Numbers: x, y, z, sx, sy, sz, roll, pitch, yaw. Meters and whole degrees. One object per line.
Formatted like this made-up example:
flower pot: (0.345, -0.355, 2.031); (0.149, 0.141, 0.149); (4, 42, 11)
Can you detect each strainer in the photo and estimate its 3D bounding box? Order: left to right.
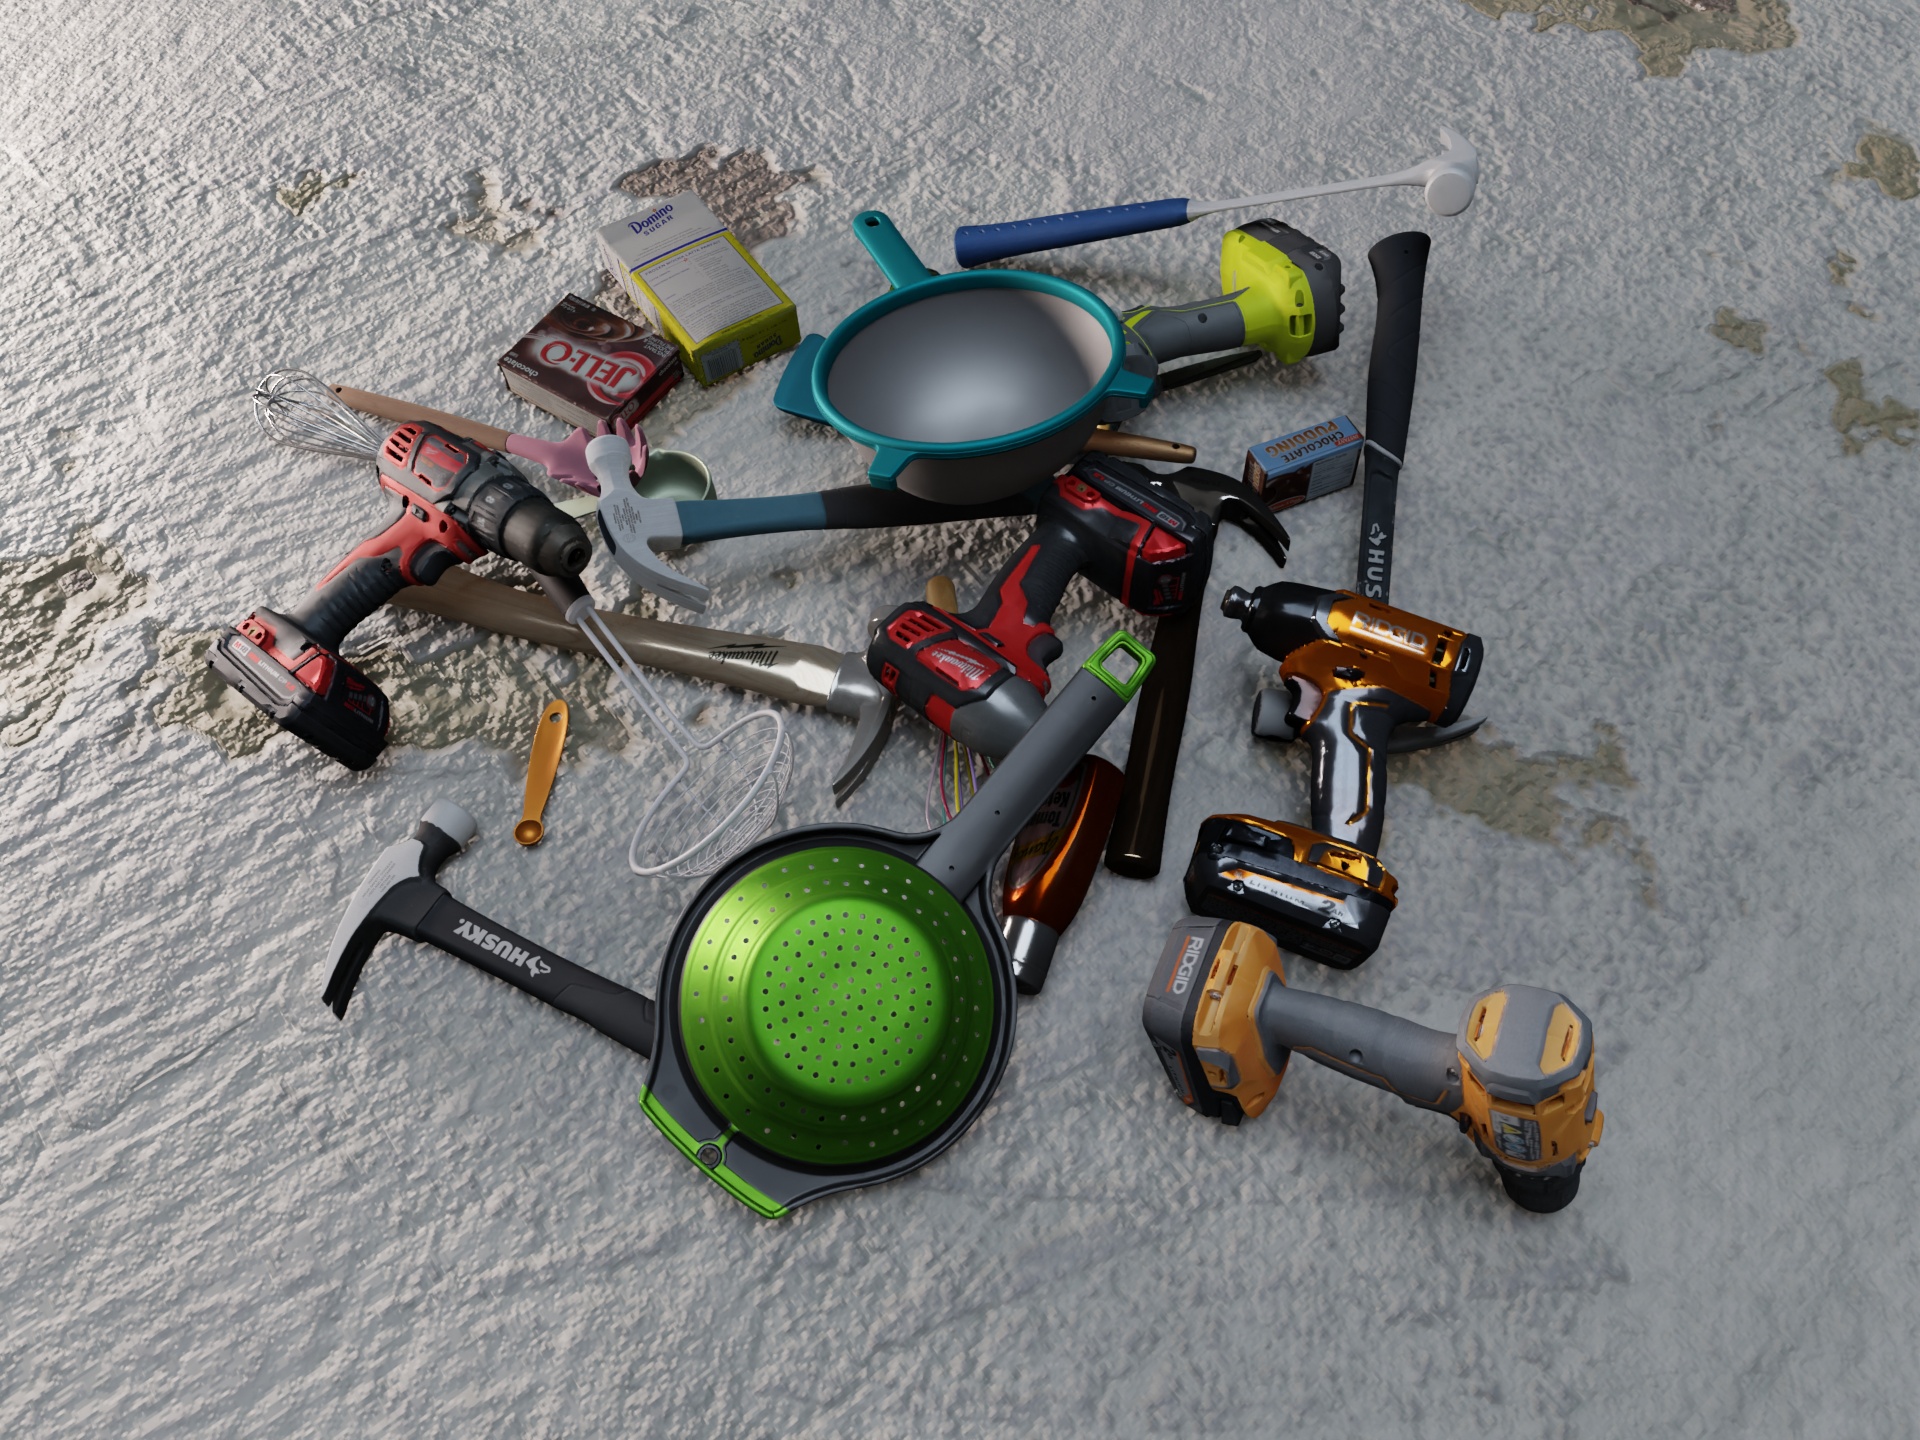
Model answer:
strainer: (-0.012, -0.254, 1.132); (0.211, 0.095, 0.341); (-20, 45, -8)

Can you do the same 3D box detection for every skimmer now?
skimmer: (-0.228, -0.043, 1.015); (0.127, 0.090, 0.364); (-43, 63, 3)

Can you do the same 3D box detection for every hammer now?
hammer: (-0.224, 0.170, 0.950); (0.335, 0.035, 0.146); (23, 60, 15)
hammer: (-0.241, -0.051, 1.095); (0.410, 0.038, 0.146); (13, 60, 10)
hammer: (-0.085, -0.149, 1.110); (0.331, 0.033, 0.128); (-8, 69, -20)
hammer: (0.146, -0.042, 1.081); (0.130, 0.031, 0.332); (10, 58, 8)
hammer: (0.191, -0.398, 1.234); (0.405, 0.035, 0.144); (-2, 31, 23)
hammer: (0.299, -0.167, 1.108); (0.149, 0.036, 0.409); (9, 71, 4)

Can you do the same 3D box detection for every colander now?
colander: (-0.013, 0.092, 0.883); (0.204, 0.094, 0.397); (40, 76, 2)

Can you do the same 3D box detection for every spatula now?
spatula: (0.020, -0.228, 1.187); (0.317, 0.044, 0.082); (12, 58, 16)

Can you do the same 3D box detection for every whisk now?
whisk: (-0.434, -0.200, 1.195); (0.246, 0.057, 0.059); (27, 96, 14)
whisk: (-0.002, -0.005, 1.049); (0.051, 0.047, 0.245); (-35, 44, 31)

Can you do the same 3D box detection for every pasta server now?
pasta server: (-0.356, -0.216, 1.179); (0.316, 0.040, 0.060); (18, 68, 23)

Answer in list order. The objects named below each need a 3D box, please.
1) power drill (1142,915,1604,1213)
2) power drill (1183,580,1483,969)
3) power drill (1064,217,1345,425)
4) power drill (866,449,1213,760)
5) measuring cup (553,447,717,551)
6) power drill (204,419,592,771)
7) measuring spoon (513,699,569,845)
power drill: (0.229, 0.194, 0.866); (0.226, 0.185, 0.084); (9, 55, 30)
power drill: (0.214, 0.021, 0.983); (0.164, 0.084, 0.227); (21, 70, 7)
power drill: (0.156, -0.311, 1.215); (0.228, 0.080, 0.191); (-18, 39, -12)
power drill: (0.060, -0.066, 1.029); (0.143, 0.078, 0.220); (36, 63, 22)
measuring cup: (-0.258, -0.147, 1.159); (0.167, 0.038, 0.083); (-13, 54, 3)
power drill: (-0.361, -0.081, 1.045); (0.188, 0.080, 0.227); (30, 78, 29)
measuring spoon: (-0.276, 0.035, 1.056); (0.021, 0.011, 0.117); (1, 53, 2)
